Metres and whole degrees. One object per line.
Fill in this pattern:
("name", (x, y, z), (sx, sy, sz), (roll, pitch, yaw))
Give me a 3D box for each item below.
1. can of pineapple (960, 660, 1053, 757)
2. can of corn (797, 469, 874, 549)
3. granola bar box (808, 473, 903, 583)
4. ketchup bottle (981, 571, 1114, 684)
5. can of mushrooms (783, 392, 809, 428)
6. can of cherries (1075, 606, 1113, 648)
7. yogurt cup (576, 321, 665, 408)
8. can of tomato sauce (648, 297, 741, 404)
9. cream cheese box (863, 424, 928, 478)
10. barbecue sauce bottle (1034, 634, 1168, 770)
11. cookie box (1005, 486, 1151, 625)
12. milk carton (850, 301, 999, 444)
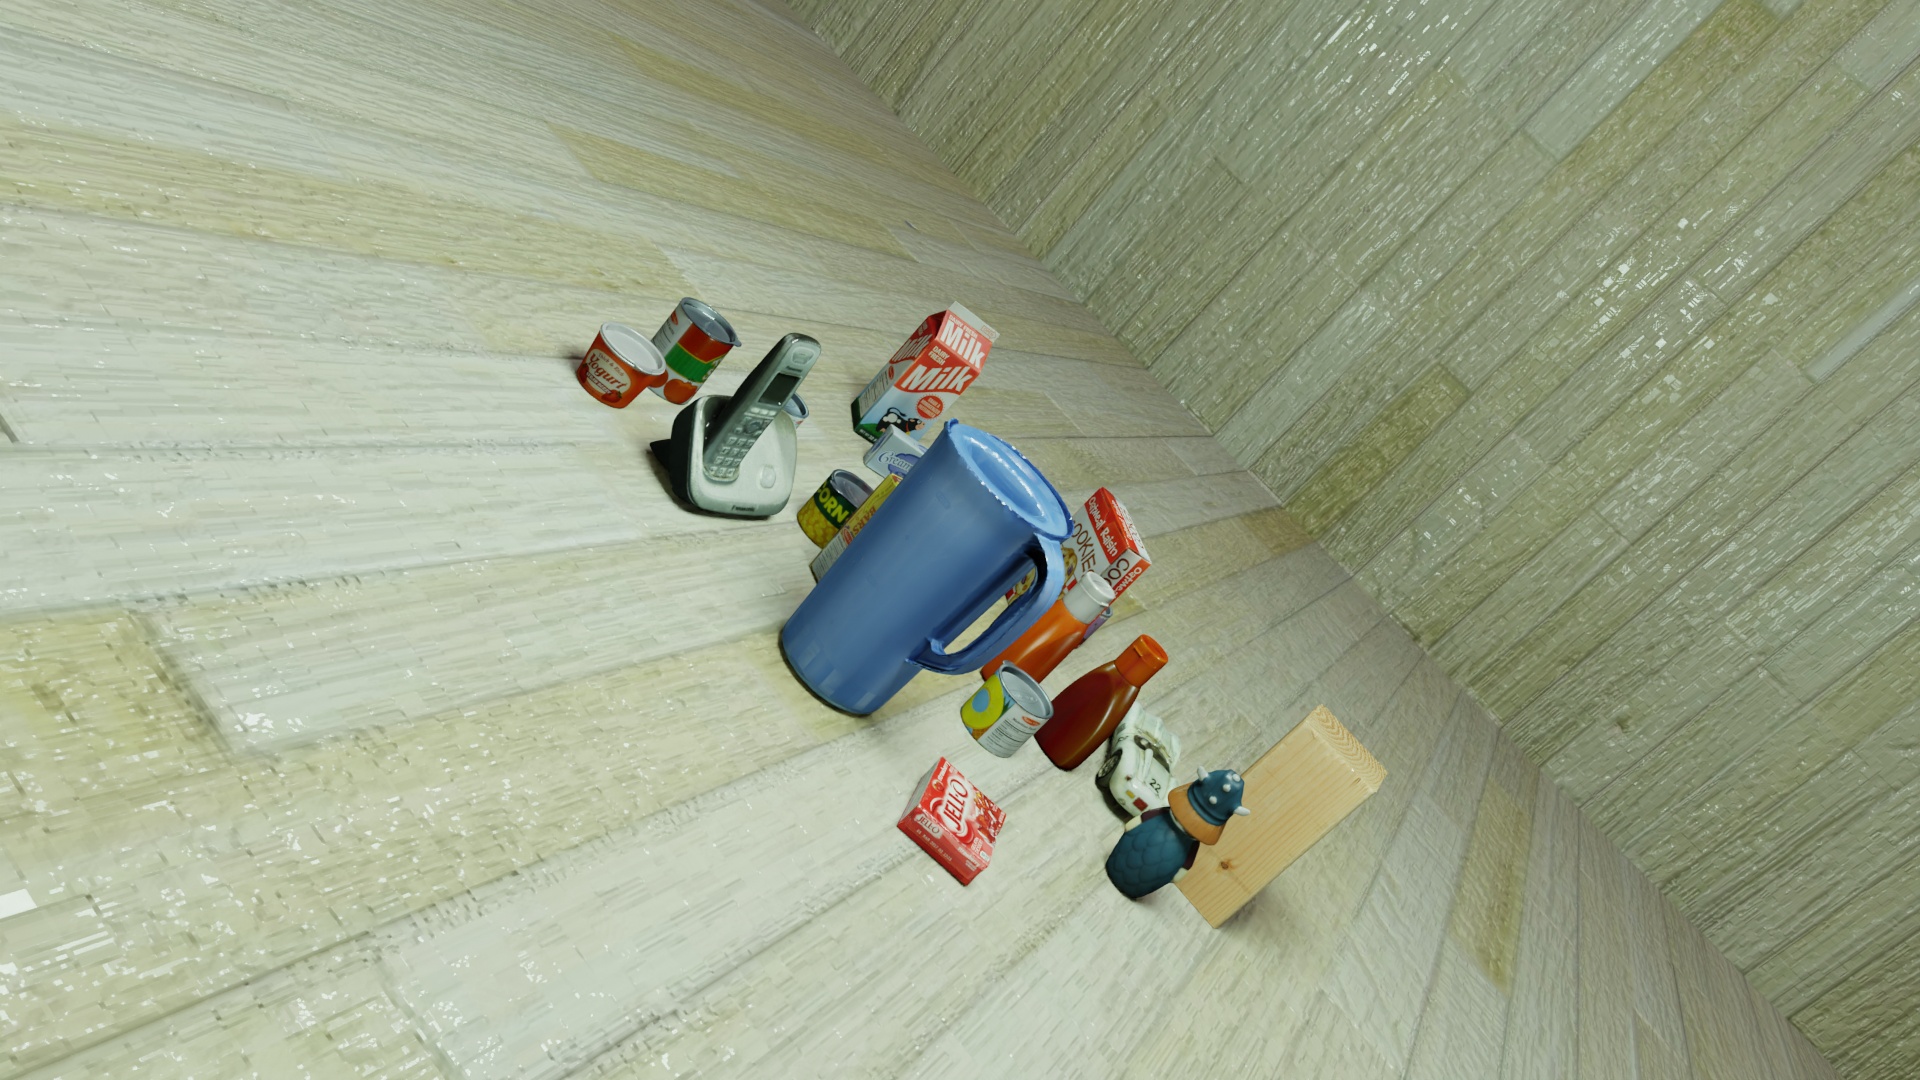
("can of pineapple", (0.042, 0.156, 1.280), (0.071, 0.057, 0.071), (37, 20, -16))
("can of corn", (-0.118, -0.027, 1.349), (0.071, 0.058, 0.071), (37, 20, -16))
("granola bar box", (-0.041, 0.015, 1.312), (0.165, 0.124, 0.039), (23, 28, -44))
("ketchup bottle", (0.089, 0.094, 1.361), (0.065, 0.148, 0.044), (18, 31, -50))
("can of mushrooms", (-0.197, -0.144, 1.473), (0.071, 0.033, 0.071), (37, 21, -16))
("can of cherries", (0.134, 0.083, 1.601), (0.071, 0.058, 0.072), (37, 20, -16))
("yogurt cup", (-0.310, -0.157, 1.257), (0.072, 0.053, 0.073), (37, 20, -16))
("can of tomato sauce", (-0.266, -0.182, 1.349), (0.071, 0.083, 0.071), (37, 20, -16))
("cream cheese box", (-0.055, -0.084, 1.590), (0.103, 0.053, 0.024), (33, 22, -25))
("barbecue sauce bottle", (0.136, 0.151, 1.332), (0.043, 0.148, 0.065), (19, 31, -49))
("cookie box", (0.124, 0.038, 1.513), (0.040, 0.167, 0.123), (33, 22, -27))
("milk carton", (-0.041, -0.193, 1.636), (0.072, 0.190, 0.074), (34, 21, -25))
